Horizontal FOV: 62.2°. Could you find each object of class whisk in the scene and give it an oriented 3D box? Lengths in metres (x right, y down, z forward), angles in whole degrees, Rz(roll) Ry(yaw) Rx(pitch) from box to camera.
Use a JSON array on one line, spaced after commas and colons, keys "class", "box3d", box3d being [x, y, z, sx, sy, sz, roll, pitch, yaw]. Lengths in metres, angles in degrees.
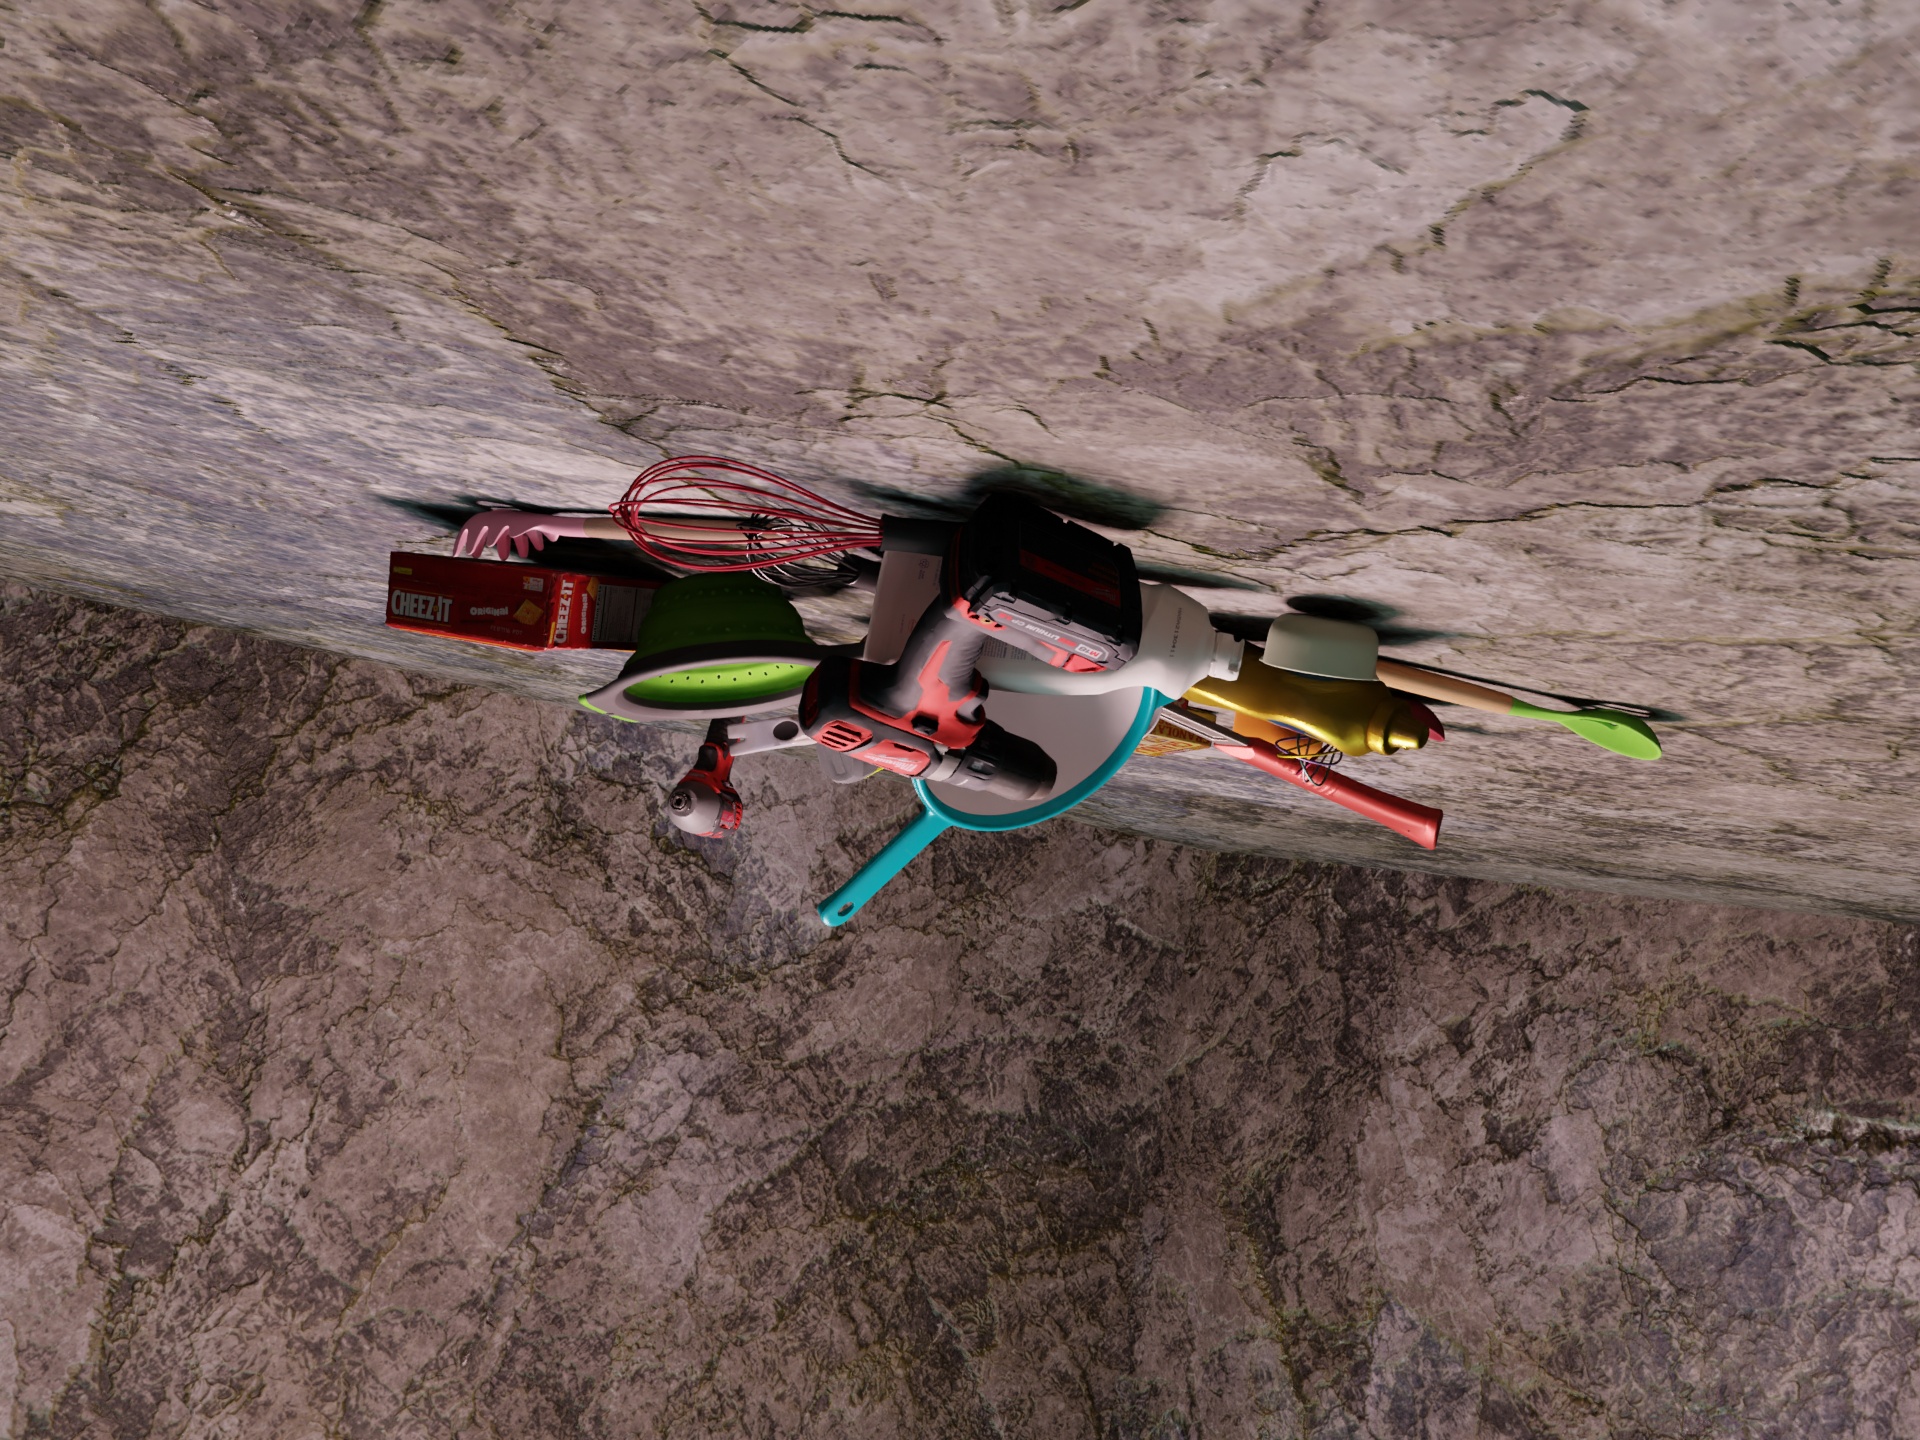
[{"class": "whisk", "box3d": [-0.076, -0.109, 1.141, 0.055, 0.055, 0.238, 6, 177, 33]}, {"class": "whisk", "box3d": [0.330, 0.018, 1.393, 0.047, 0.051, 0.245, -36, 170, 25]}, {"class": "whisk", "box3d": [-0.068, -0.119, 0.990, 0.295, 0.073, 0.073, 5, 175, -11]}]

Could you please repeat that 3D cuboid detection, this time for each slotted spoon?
[{"class": "slotted spoon", "box3d": [0.405, -0.019, 1.240, 0.313, 0.031, 0.070, 13, 173, -11]}]

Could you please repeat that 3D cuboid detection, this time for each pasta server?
[{"class": "pasta server", "box3d": [-0.259, -0.137, 1.198, 0.316, 0.040, 0.060, 5, -176, 29]}]

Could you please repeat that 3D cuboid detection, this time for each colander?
[{"class": "colander", "box3d": [-0.125, -0.082, 1.330, 0.397, 0.094, 0.204, -10, 168, 14]}]

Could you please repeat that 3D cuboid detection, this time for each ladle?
[{"class": "ladle", "box3d": [0.263, -0.030, 1.362, 0.315, 0.031, 0.069, 12, 178, -1]}]

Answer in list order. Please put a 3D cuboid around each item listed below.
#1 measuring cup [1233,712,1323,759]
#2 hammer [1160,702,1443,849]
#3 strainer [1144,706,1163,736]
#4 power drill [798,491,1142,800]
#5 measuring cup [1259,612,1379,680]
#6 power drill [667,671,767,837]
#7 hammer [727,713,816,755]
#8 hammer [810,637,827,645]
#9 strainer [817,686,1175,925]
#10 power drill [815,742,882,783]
[{"class": "measuring cup", "box3d": [0.306, 0.015, 1.563, 0.095, 0.052, 0.173, 10, 172, 3]}, {"class": "hammer", "box3d": [0.281, 0.037, 1.466, 0.359, 0.037, 0.149, 24, 160, -9]}, {"class": "strainer", "box3d": [0.191, -0.030, 1.309, 0.258, 0.087, 0.050, -8, 180, 34]}, {"class": "power drill", "box3d": [0.024, -0.028, 1.015, 0.187, 0.080, 0.226, 21, 140, -24]}, {"class": "measuring cup", "box3d": [0.267, -0.057, 1.126, 0.083, 0.038, 0.167, 12, -168, 24]}, {"class": "power drill", "box3d": [-0.267, 0.016, 1.725, 0.078, 0.220, 0.143, 9, 173, 12]}, {"class": "hammer", "box3d": [-0.081, 0.007, 1.729, 0.143, 0.038, 0.386, -9, 177, 32]}, {"class": "hammer", "box3d": [-0.164, -0.046, 1.661, 0.130, 0.031, 0.331, 15, 169, 19]}, {"class": "strainer", "box3d": [-0.002, 0.022, 1.255, 0.210, 0.340, 0.095, 33, -162, -45]}, {"class": "power drill", "box3d": [-0.002, -0.005, 1.459, 0.223, 0.080, 0.171, -12, -172, 44]}]
